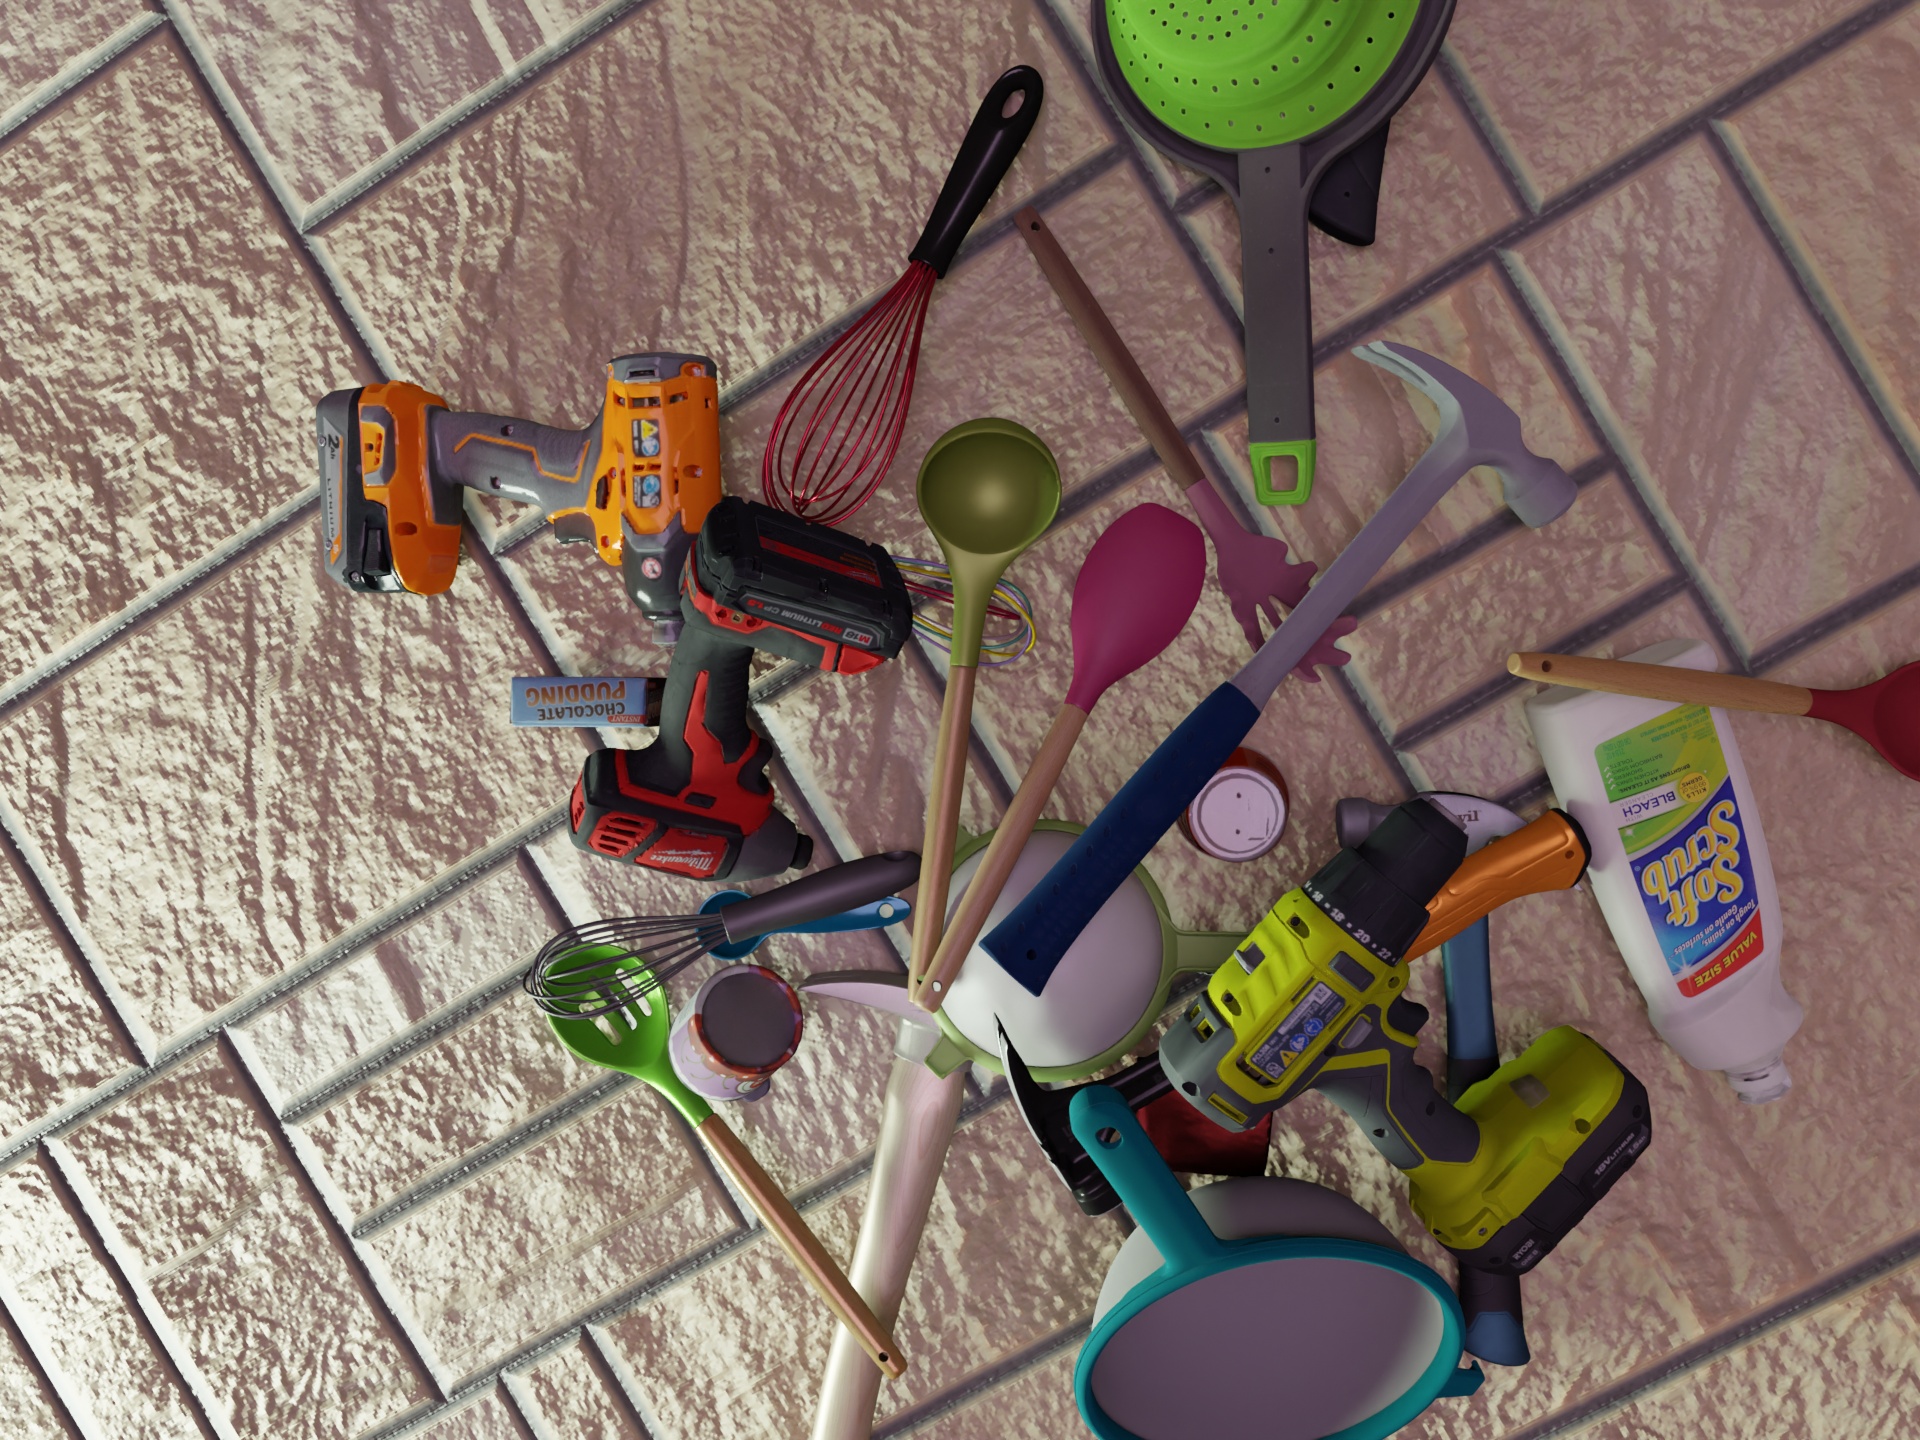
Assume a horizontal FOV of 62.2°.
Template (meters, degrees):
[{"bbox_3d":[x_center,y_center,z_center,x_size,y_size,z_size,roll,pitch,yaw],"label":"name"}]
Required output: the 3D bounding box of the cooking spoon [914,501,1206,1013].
[{"bbox_3d":[0.053,0.016,0.878,0.069,0.017,0.319,28,76,0],"label":"cooking spoon"}]

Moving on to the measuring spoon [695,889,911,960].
[{"bbox_3d":[-0.094,0.119,0.954,0.128,0.021,0.042,-5,79,-2],"label":"measuring spoon"}]

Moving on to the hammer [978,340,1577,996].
[{"bbox_3d":[0.153,-0.024,0.846,0.144,0.035,0.405,42,86,-12],"label":"hammer"}]

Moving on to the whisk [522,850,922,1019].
[{"bbox_3d":[-0.134,0.118,0.918,0.239,0.055,0.055,-17,92,-9],"label":"whisk"}]

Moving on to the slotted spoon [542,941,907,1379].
[{"bbox_3d":[-0.136,0.258,0.937,0.070,0.031,0.314,-42,79,1],"label":"slotted spoon"}]

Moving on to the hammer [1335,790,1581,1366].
[{"bbox_3d":[0.291,0.204,0.907,0.128,0.033,0.331,-5,93,8],"label":"hammer"}]

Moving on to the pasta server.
[{"bbox_3d":[0.120,-0.158,0.900,0.060,0.040,0.316,-32,89,-8],"label":"pasta server"}]

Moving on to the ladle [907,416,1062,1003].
[{"bbox_3d":[-0.001,-0.003,0.859,0.078,0.062,0.320,8,91,-3],"label":"ladle"}]

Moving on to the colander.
[{"bbox_3d":[0.152,-0.309,0.834,0.204,0.094,0.397,1,102,28],"label":"colander"}]

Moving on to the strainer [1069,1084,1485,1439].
[{"bbox_3d":[0.133,0.275,0.848,0.211,0.095,0.340,-25,123,12],"label":"strainer"}]

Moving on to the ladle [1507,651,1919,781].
[{"bbox_3d":[0.419,-0.011,0.828,0.315,0.031,0.069,6,86,-19],"label":"ladle"}]

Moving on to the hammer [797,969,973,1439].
[{"bbox_3d":[-0.064,0.354,0.954,0.146,0.038,0.410,13,95,7],"label":"hammer"}]

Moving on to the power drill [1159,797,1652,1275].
[{"bbox_3d":[0.241,0.164,0.817,0.228,0.080,0.190,38,98,-17],"label":"power drill"}]

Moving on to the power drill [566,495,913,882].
[{"bbox_3d":[-0.117,-0.001,0.884,0.143,0.079,0.219,17,119,-23],"label":"power drill"}]

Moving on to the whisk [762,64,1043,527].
[{"bbox_3d":[-0.028,-0.239,0.903,0.073,0.073,0.296,28,89,4],"label":"whisk"}]

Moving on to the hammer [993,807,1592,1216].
[{"bbox_3d":[0.183,0.136,0.854,0.337,0.034,0.127,-30,110,0],"label":"hammer"}]

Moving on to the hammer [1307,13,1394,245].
[{"bbox_3d":[0.245,-0.468,0.868,0.149,0.036,0.409,9,95,5],"label":"hammer"}]

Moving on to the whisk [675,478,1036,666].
[{"bbox_3d":[-0.068,-0.095,0.922,0.245,0.047,0.051,23,80,8],"label":"whisk"}]

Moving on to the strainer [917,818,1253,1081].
[{"bbox_3d":[0.098,0.124,0.883,0.256,0.069,0.151,0,74,6],"label":"strainer"}]

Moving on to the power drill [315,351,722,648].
[{"bbox_3d":[-0.245,-0.121,0.910,0.226,0.084,0.164,-1,94,12],"label":"power drill"}]
